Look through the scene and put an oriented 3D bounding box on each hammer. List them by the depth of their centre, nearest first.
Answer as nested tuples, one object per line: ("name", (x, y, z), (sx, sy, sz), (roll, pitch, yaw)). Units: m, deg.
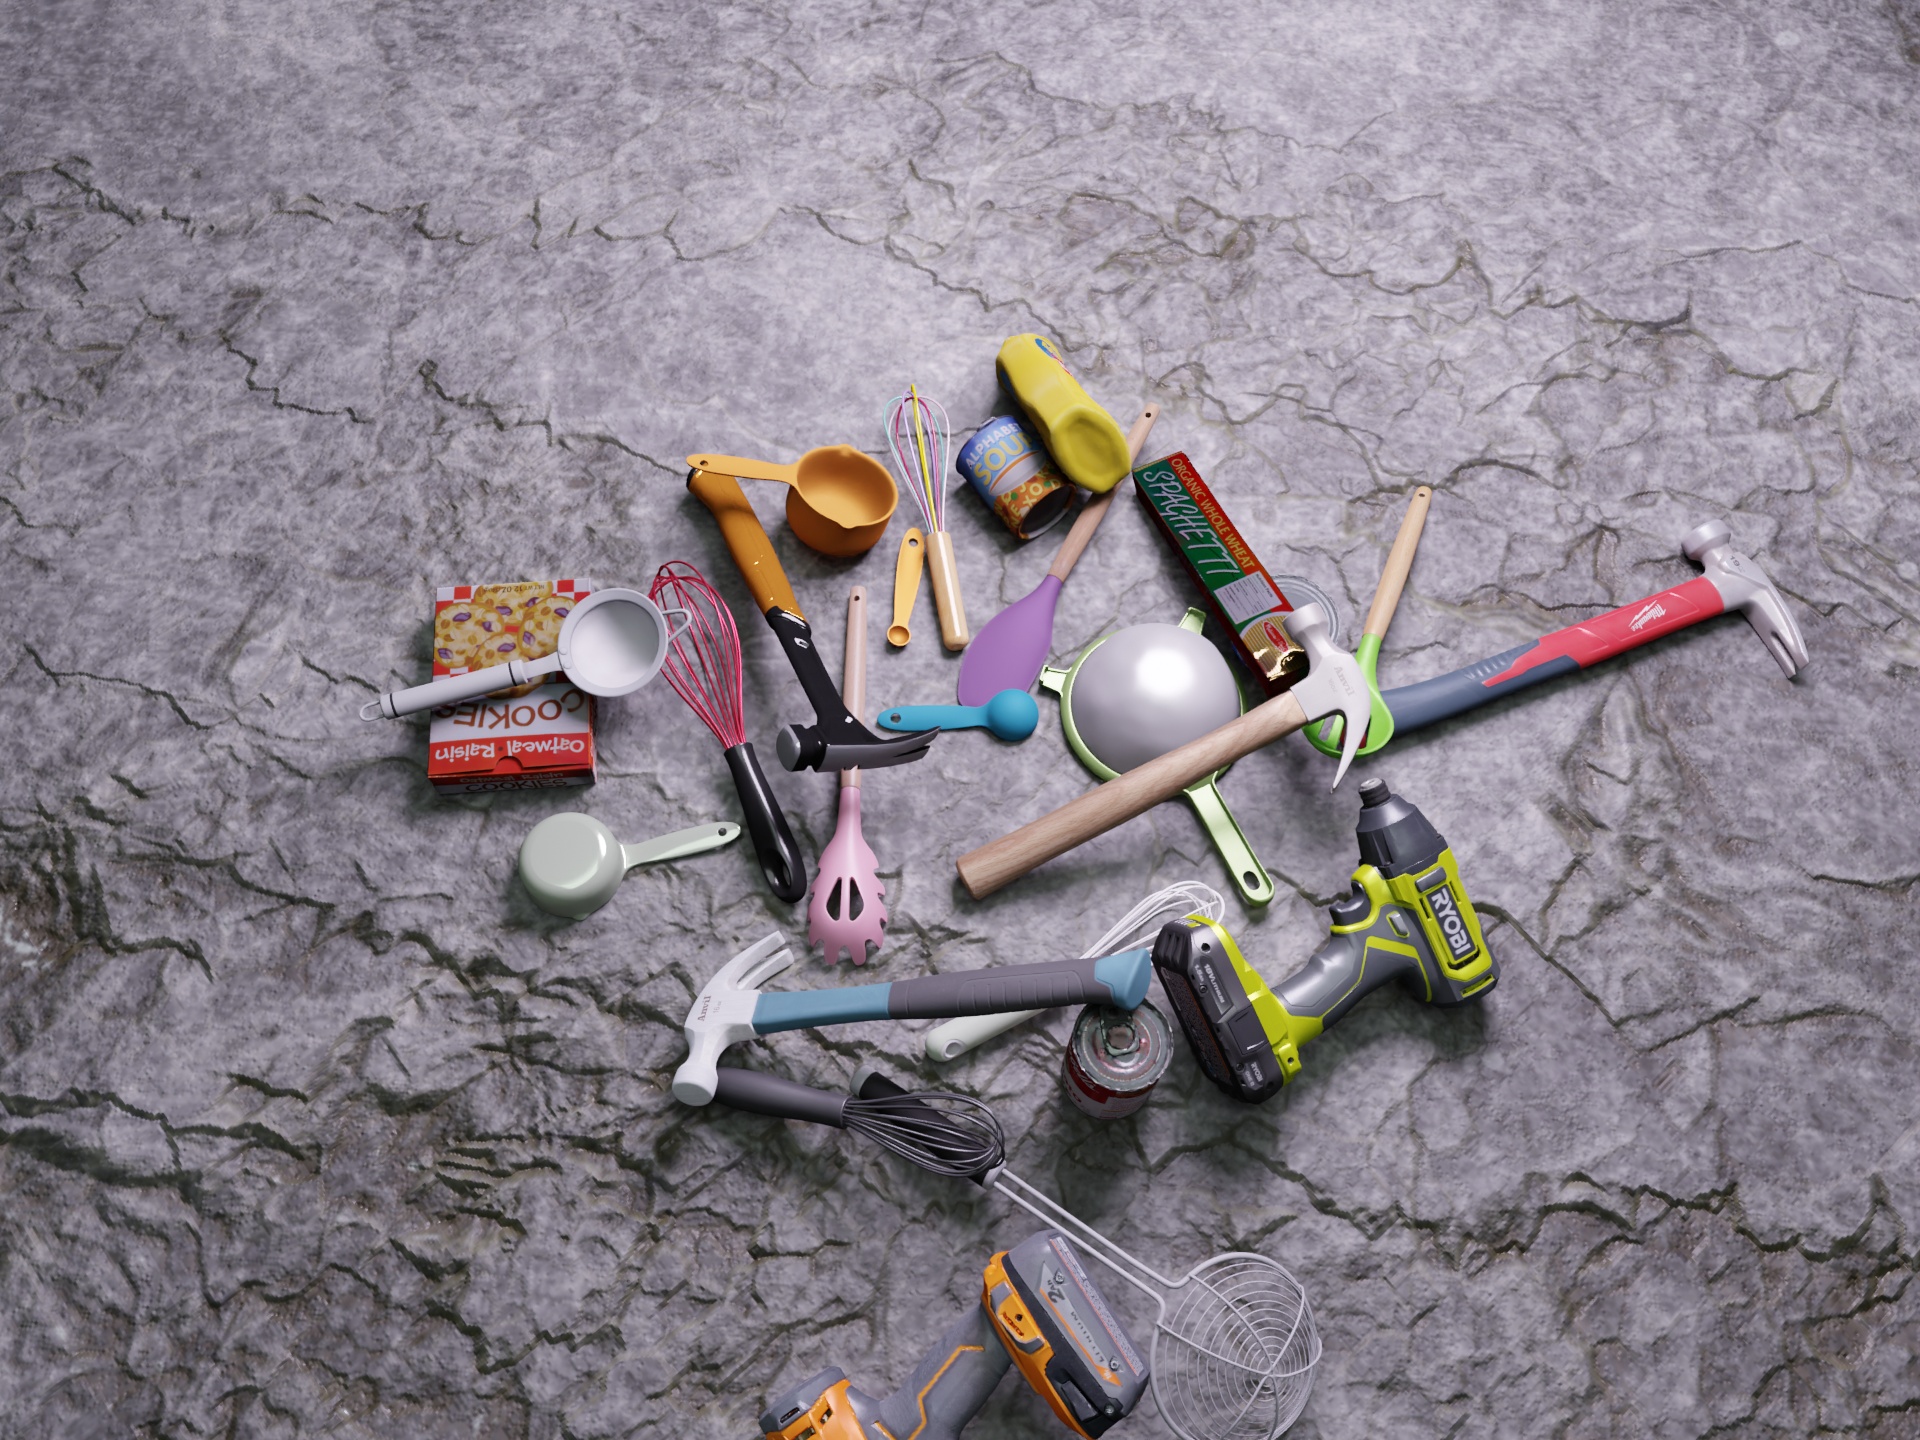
("hammer", (-0.033, 0.192, 1.091), (0.331, 0.033, 0.128), (-8, 40, 16))
("hammer", (0.150, 0.046, 1.179), (0.331, 0.031, 0.130), (-28, 75, 5))
("hammer", (-0.137, -0.092, 1.255), (0.127, 0.034, 0.337), (-3, 48, -34))
("hammer", (0.487, -0.040, 1.278), (0.386, 0.038, 0.143), (-20, 68, -11))

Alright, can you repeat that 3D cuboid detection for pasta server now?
("pasta server", (-0.085, 0.034, 1.236), (0.060, 0.040, 0.316), (1, 61, -1))

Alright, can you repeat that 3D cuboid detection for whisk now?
("whisk", (-0.080, 0.267, 1.088), (0.239, 0.055, 0.055), (7, 63, 21))
("whisk", (0.084, 0.184, 1.161), (0.246, 0.057, 0.059), (-26, 34, -10))
("whisk", (-0.179, 0.006, 1.229), (0.073, 0.073, 0.296), (-21, 73, -11))
("whisk", (-0.024, -0.173, 1.322), (0.051, 0.047, 0.245), (2, 66, -30))

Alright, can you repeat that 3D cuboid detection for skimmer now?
("skimmer", (0.076, 0.352, 1.087), (0.363, 0.090, 0.127), (30, 70, 23))

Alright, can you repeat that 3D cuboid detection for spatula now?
("spatula", (0.087, -0.137, 1.311), (0.060, 0.018, 0.316), (28, 74, 9))

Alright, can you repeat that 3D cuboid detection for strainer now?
("strainer", (-0.328, -0.039, 1.209), (0.258, 0.050, 0.087), (-15, 75, -7))
("strainer", (0.177, 0.022, 1.222), (0.151, 0.069, 0.257), (-21, 66, -11))

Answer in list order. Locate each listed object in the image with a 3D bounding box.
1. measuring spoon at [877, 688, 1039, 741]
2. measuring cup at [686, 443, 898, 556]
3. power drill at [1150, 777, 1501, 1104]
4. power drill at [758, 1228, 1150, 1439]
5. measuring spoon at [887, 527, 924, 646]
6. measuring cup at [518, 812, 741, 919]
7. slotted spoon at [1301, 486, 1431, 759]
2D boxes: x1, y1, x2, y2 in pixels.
("measuring spoon", (-0.002, -0.004, 1.253), (0.128, 0.021, 0.042), (-2, 81, 0))
("measuring cup", (-0.140, -0.182, 1.298), (0.173, 0.052, 0.095), (8, 52, -15))
("power drill", (0.258, 0.157, 1.133), (0.223, 0.080, 0.171), (-26, 95, -13))
("power drill", (0.004, 0.444, 0.992), (0.226, 0.084, 0.164), (-36, 70, 3))
("measuring spoon", (-0.045, -0.110, 1.313), (0.021, 0.011, 0.117), (12, 61, -8))
("measuring cup", (-0.249, 0.095, 1.193), (0.167, 0.038, 0.083), (-13, 66, -5))
("slotted spoon", (0.338, -0.082, 1.274), (0.070, 0.031, 0.314), (15, 54, 18))
